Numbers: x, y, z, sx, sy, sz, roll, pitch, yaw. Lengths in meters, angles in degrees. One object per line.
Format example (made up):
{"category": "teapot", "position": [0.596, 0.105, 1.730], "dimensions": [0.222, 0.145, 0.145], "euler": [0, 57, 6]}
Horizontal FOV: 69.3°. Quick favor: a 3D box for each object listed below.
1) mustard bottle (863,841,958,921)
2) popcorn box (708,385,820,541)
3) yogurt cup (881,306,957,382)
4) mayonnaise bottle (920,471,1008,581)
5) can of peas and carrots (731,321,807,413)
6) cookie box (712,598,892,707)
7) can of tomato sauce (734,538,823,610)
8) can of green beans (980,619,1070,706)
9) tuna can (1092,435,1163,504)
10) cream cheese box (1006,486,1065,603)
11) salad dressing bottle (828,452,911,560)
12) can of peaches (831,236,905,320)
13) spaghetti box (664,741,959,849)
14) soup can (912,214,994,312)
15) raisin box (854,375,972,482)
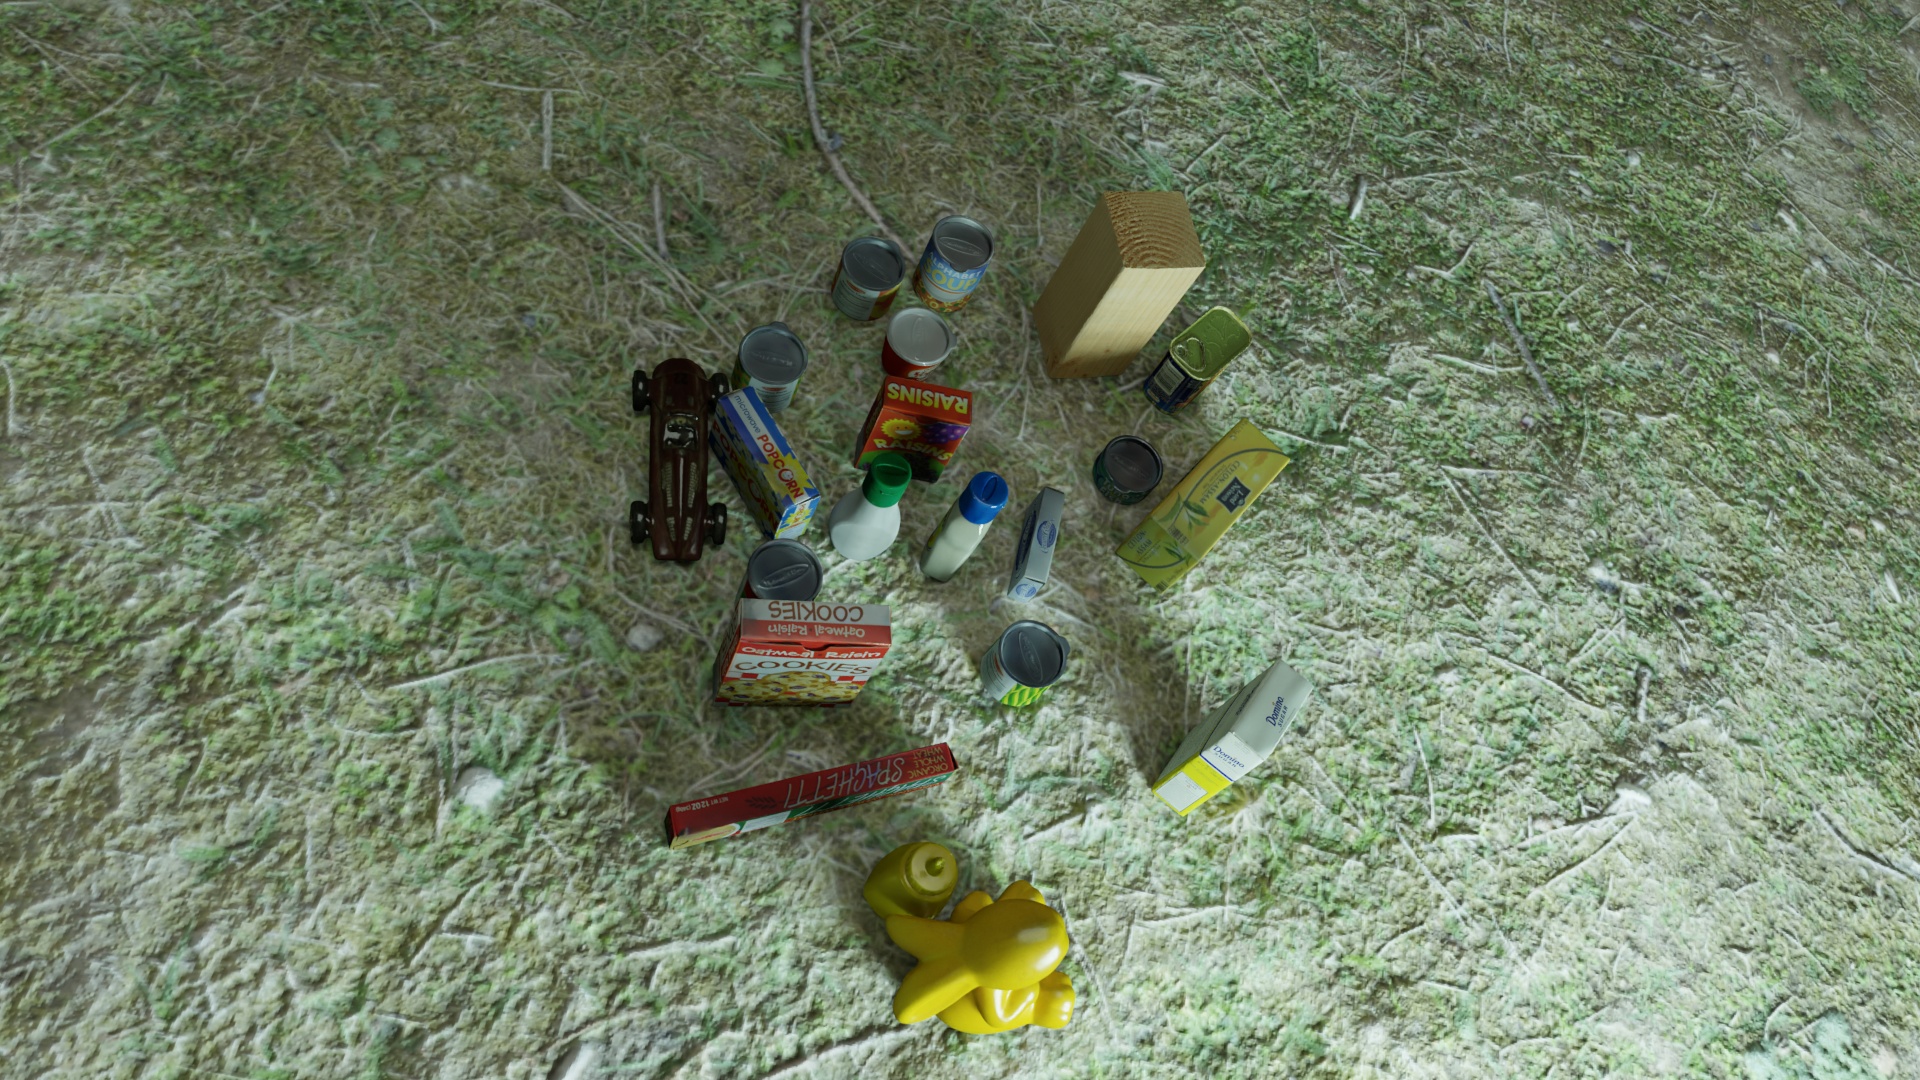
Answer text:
{"category": "mustard bottle", "position": [-0.033, 0.274, 1.119], "dimensions": [0.065, 0.159, 0.049], "euler": [37, 60, 1]}
{"category": "popcorn box", "position": [-0.183, -0.068, 1.277], "dimensions": [0.038, 0.085, 0.127], "euler": [-26, 76, -27]}
{"category": "yogurt cup", "position": [-0.047, -0.194, 1.400], "dimensions": [0.072, 0.053, 0.072], "euler": [7, 64, -15]}
{"category": "mayonnaise bottle", "position": [0.005, -0.016, 1.277], "dimensions": [0.041, 0.147, 0.065], "euler": [28, 60, -4]}
{"category": "can of peas and carrots", "position": [-0.185, -0.167, 1.339], "dimensions": [0.071, 0.058, 0.071], "euler": [7, 64, -15]}
{"category": "cookie box", "position": [-0.136, 0.098, 1.165], "dimensions": [0.123, 0.166, 0.040], "euler": [3, 65, -17]}
{"category": "can of tomato sauce", "position": [-0.161, 0.046, 1.231], "dimensions": [0.071, 0.082, 0.071], "euler": [7, 64, -15]}
{"category": "can of green beans", "position": [0.058, 0.114, 1.284], "dimensions": [0.071, 0.057, 0.071], "euler": [7, 64, -15]}
{"category": "tuna can", "position": [0.170, -0.070, 1.424], "dimensions": [0.071, 0.032, 0.071], "euler": [7, 63, -15]}
{"category": "cream cheese box", "position": [0.073, 0.005, 1.345], "dimensions": [0.024, 0.053, 0.104], "euler": [19, 61, -9]}
{"category": "salad dressing bottle", "position": [-0.079, -0.030, 1.257], "dimensions": [0.064, 0.147, 0.044], "euler": [11, 63, -13]}
{"category": "can of peaches", "position": [-0.093, -0.268, 1.418], "dimensions": [0.071, 0.057, 0.071], "euler": [7, 64, -15]}
{"category": "spaghetti box", "position": [-0.125, 0.216, 1.180], "dimensions": [0.251, 0.050, 0.029], "euler": [-10, 69, -22]}
{"category": "soup can", "position": [-0.009, -0.283, 1.438], "dimensions": [0.071, 0.083, 0.071], "euler": [7, 64, -15]}
{"category": "raisin box", "position": [-0.046, -0.104, 1.317], "dimensions": [0.086, 0.123, 0.040], "euler": [11, 63, -13]}
